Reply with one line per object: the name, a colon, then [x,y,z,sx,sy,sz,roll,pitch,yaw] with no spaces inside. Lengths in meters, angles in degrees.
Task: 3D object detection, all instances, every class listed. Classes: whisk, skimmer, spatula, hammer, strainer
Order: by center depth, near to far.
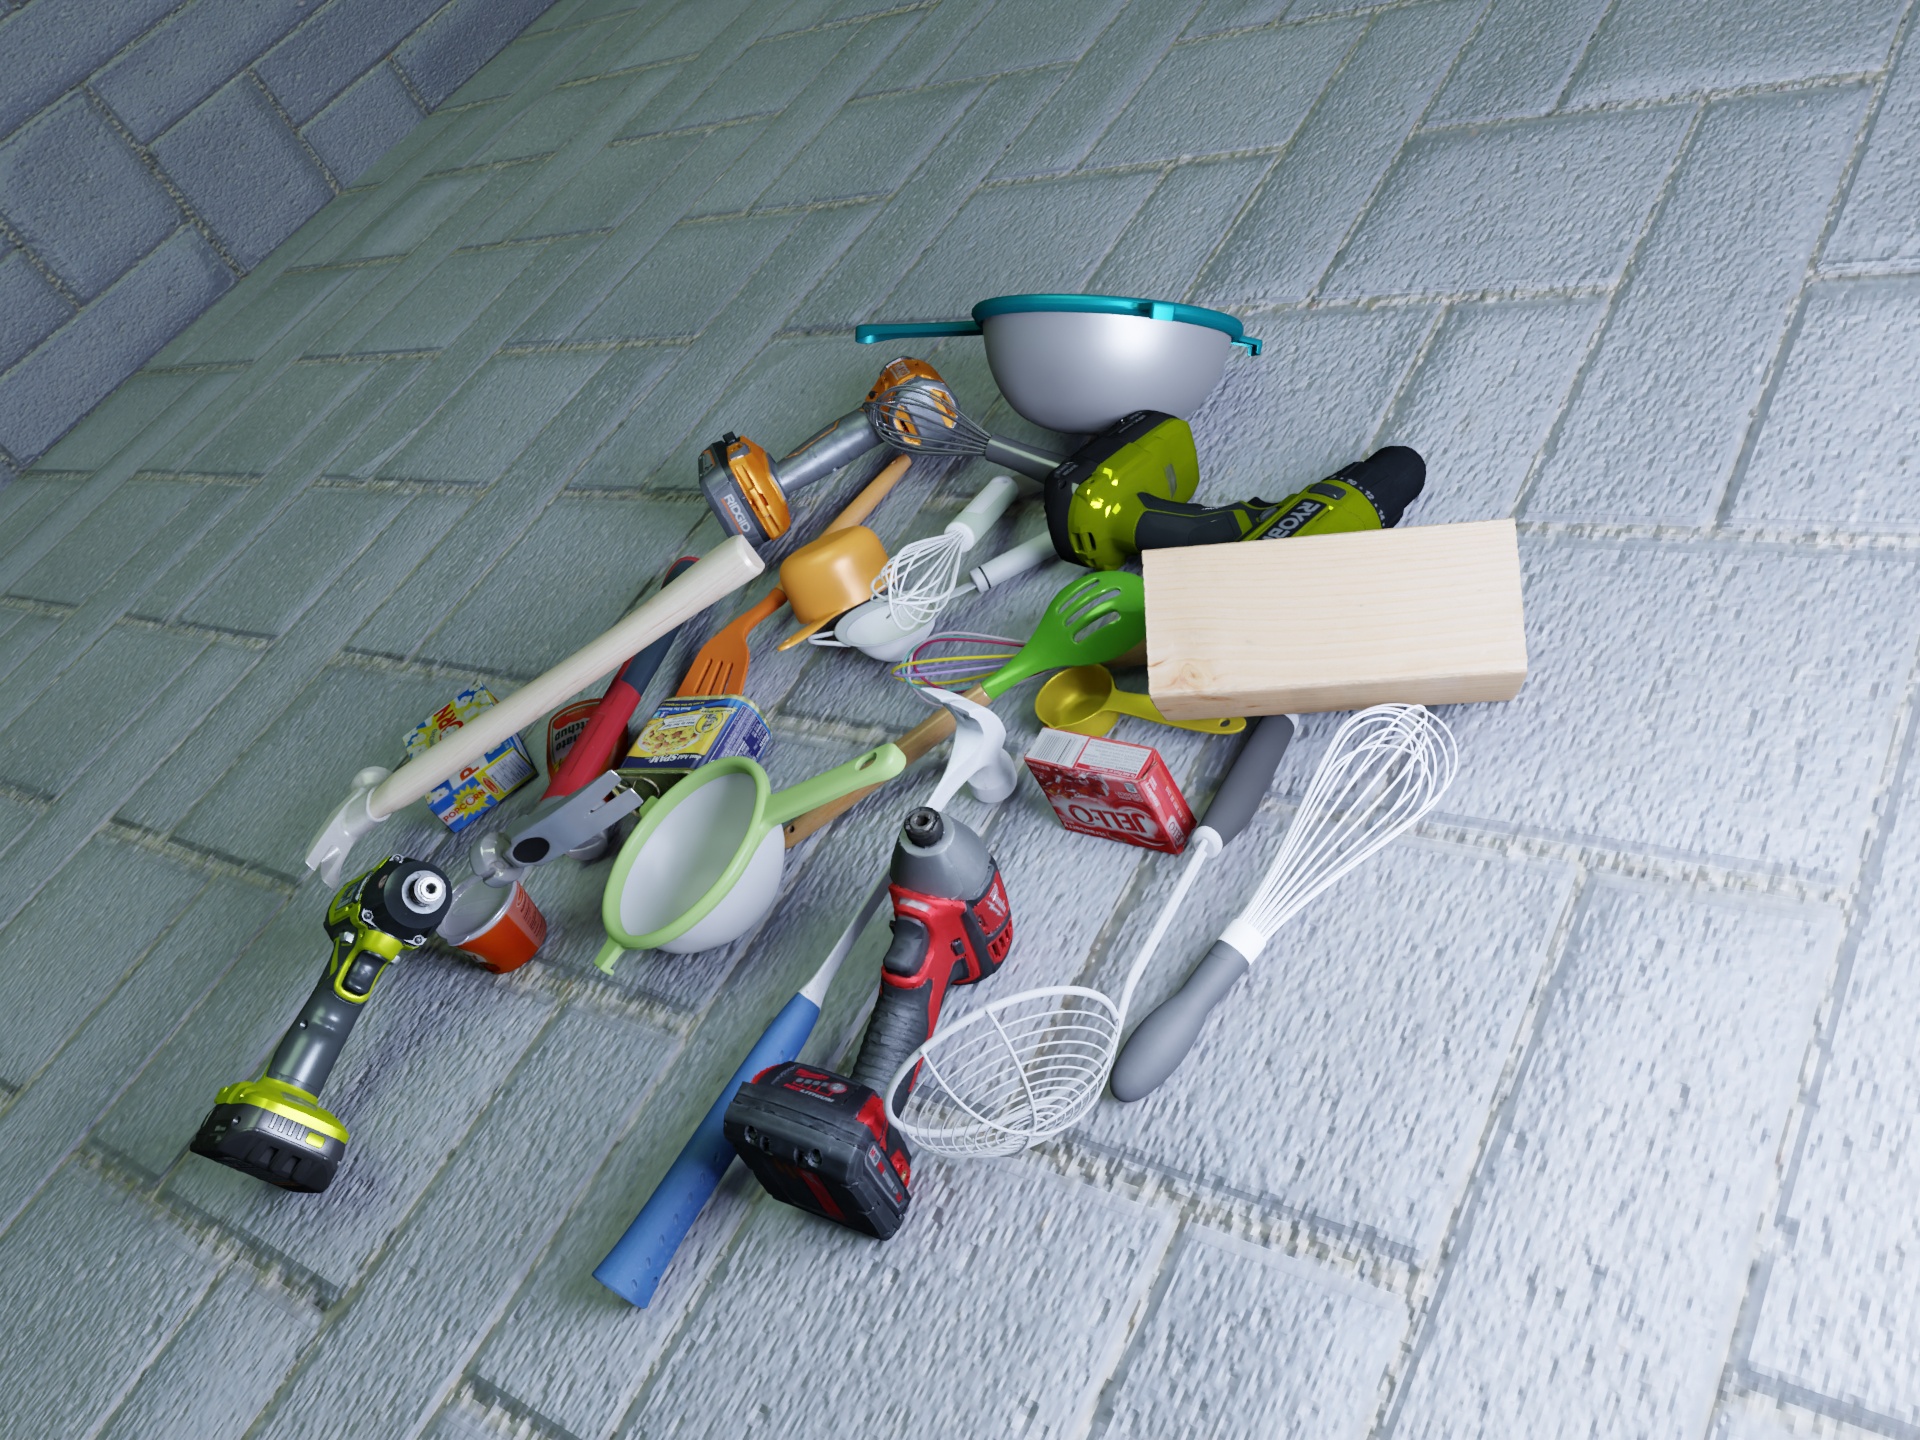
whisk: [0.175,0.098,0.881,0.284,0.070,0.070,-48,41,-13]
skimmer: [0.087,0.096,0.888,0.090,0.127,0.363,24,50,17]
hammer: [-0.087,0.156,0.948,0.035,0.144,0.405,26,70,22]
strainer: [-0.125,0.083,1.052,0.256,0.069,0.152,-25,38,28]
whisk: [0.064,-0.044,1.113,0.245,0.047,0.051,-5,44,23]
whisk: [-0.005,-0.134,1.189,0.058,0.059,0.246,3,29,21]
hammer: [-0.323,-0.012,1.206,0.410,0.038,0.146,-32,23,12]
strainer: [0.009,-0.101,1.208,0.258,0.050,0.087,-28,29,-4]
hammer: [-0.248,-0.028,1.224,0.143,0.038,0.387,-28,25,27]
whisk: [0.027,-0.214,1.263,0.239,0.055,0.055,23,61,19]
strainer: [0.056,-0.276,1.273,0.340,0.211,0.095,7,97,31]
spatula: [-0.132,-0.114,1.328,0.081,0.041,0.323,11,51,40]

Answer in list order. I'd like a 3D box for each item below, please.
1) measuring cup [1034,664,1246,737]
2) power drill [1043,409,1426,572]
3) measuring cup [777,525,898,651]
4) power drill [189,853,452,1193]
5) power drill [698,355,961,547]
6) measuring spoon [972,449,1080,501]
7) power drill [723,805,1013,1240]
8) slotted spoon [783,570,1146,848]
measuring cup: [0.120,-0.001,1.041,0.157,0.029,0.062,11,55,37]
power drill: [0.190,-0.148,1.108,0.190,0.080,0.229,-39,41,-25]
measuring cup: [-0.112,-0.103,1.226,0.095,0.052,0.174,-18,15,24]
power drill: [-0.425,0.200,1.085,0.171,0.080,0.223,-22,42,53]
power drill: [-0.115,-0.247,1.402,0.226,0.084,0.164,-27,25,3]
measuring spoon: [0.065,-0.191,1.287,0.124,0.018,0.034,-10,72,33]
power drill: [-0.039,0.158,0.882,0.078,0.143,0.220,13,57,22]
slotted spoon: [-0.002,-0.003,1.086,0.313,0.031,0.070,-36,56,11]
